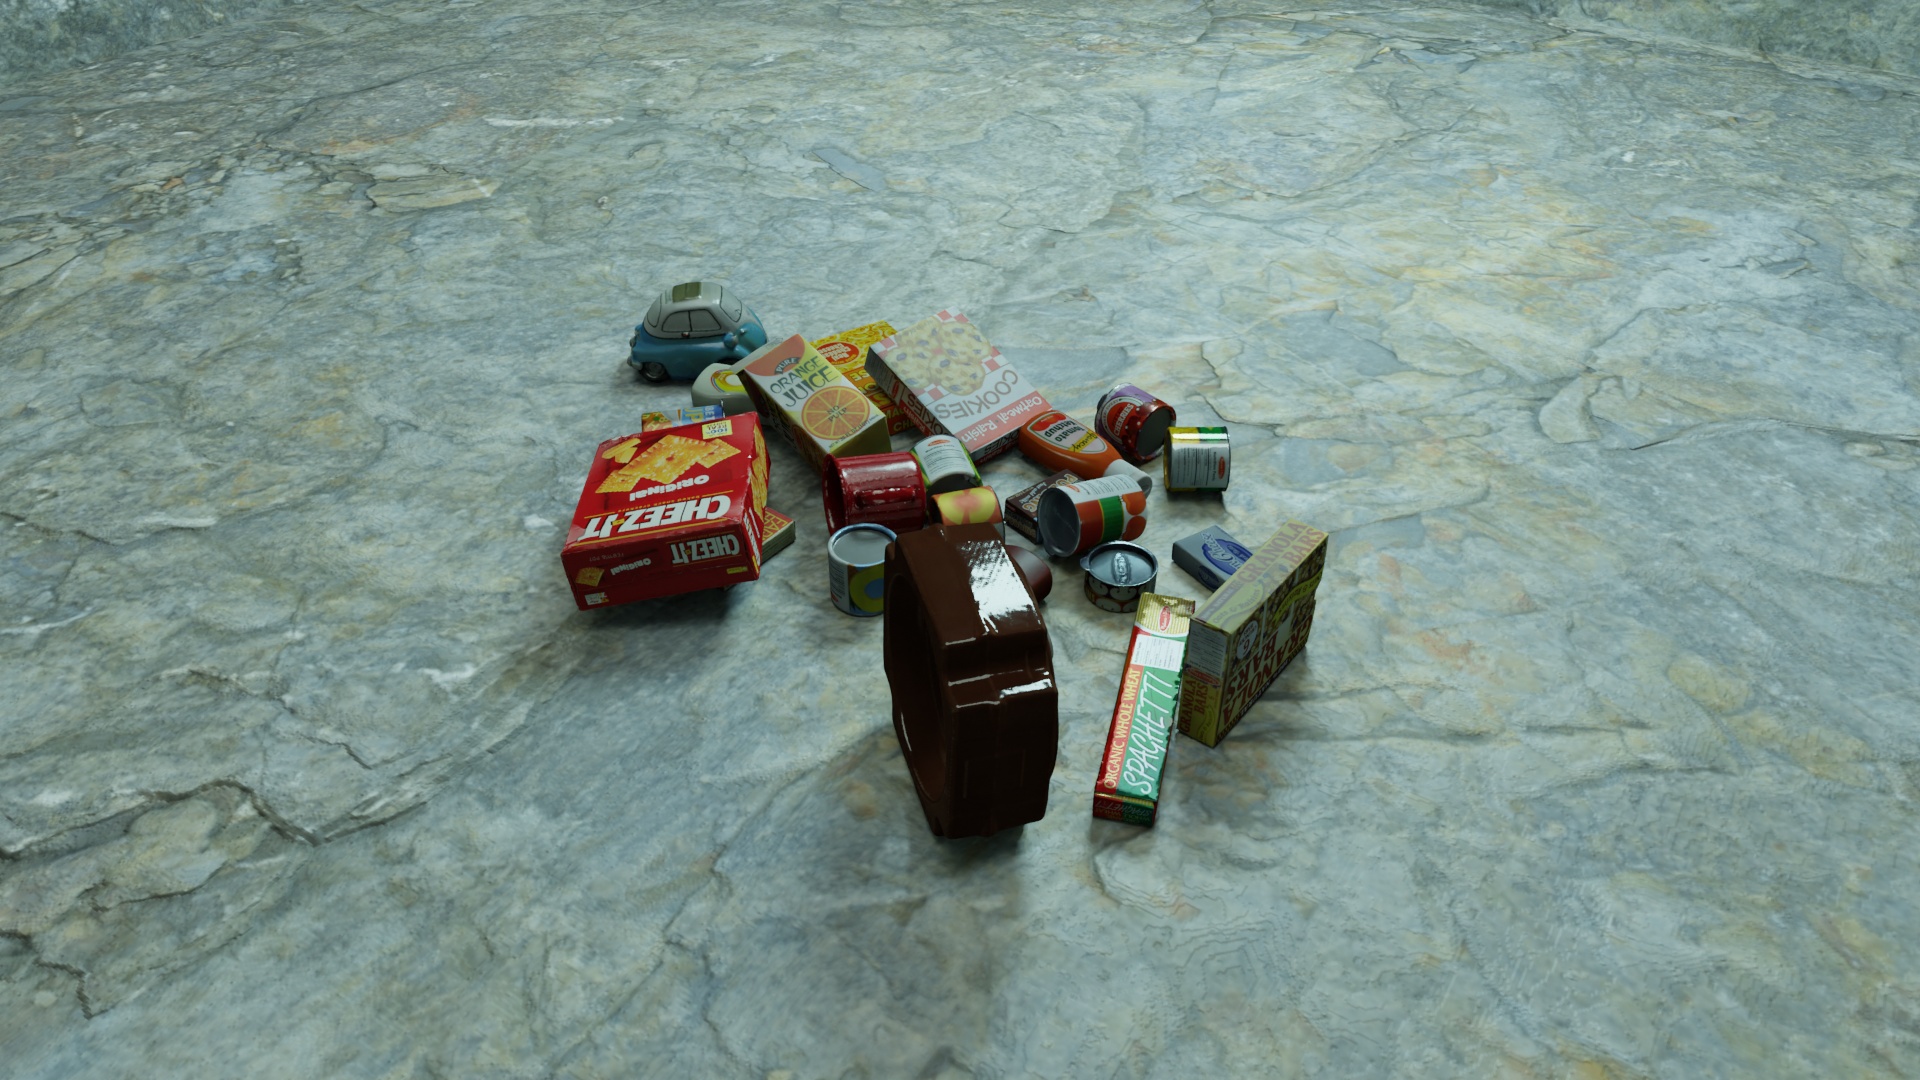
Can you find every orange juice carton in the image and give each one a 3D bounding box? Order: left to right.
[{"bbox_3d":[-0.157,-0.142,1.425,0.072,0.072,0.193,-36,61,-18],"label":"orange juice carton"}]

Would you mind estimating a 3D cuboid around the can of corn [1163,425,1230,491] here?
[{"bbox_3d":[0.236,-0.082,1.396,0.058,0.070,0.071,0,37,0],"label":"can of corn"}]

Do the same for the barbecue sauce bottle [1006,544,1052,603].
[{"bbox_3d":[0.013,0.058,1.228,0.065,0.043,0.149,29,46,33],"label":"barbecue sauce bottle"}]

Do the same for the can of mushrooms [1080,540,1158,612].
[{"bbox_3d":[0.144,0.033,1.270,0.071,0.033,0.071,0,38,0],"label":"can of mushrooms"}]

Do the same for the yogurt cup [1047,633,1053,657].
[{"bbox_3d":[0.039,0.086,1.177,0.054,0.072,0.072,-28,45,-20],"label":"yogurt cup"}]

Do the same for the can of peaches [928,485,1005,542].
[{"bbox_3d":[0.005,-0.016,1.307,0.058,0.071,0.071,-11,39,-13],"label":"can of peaches"}]

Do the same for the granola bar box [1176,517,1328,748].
[{"bbox_3d":[0.241,0.074,1.140,0.039,0.123,0.166,26,44,30],"label":"granola bar box"}]

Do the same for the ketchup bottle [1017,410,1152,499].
[{"bbox_3d":[0.129,-0.082,1.412,0.065,0.043,0.149,-28,46,-32],"label":"ketchup bottle"}]

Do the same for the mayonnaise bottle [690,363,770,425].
[{"bbox_3d":[-0.214,-0.154,1.508,0.148,0.041,0.065,12,43,15],"label":"mayonnaise bottle"}]

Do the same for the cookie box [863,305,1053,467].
[{"bbox_3d":[-0.002,-0.161,1.472,0.123,0.040,0.168,-31,69,-32],"label":"cookie box"}]

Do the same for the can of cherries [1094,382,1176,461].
[{"bbox_3d":[0.181,-0.123,1.445,0.072,0.071,0.058,-28,46,-32],"label":"can of cherries"}]

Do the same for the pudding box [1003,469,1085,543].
[{"bbox_3d":[0.089,-0.034,1.360,0.084,0.030,0.050,-26,45,-30],"label":"pudding box"}]

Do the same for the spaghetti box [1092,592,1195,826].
[{"bbox_3d":[0.153,0.132,1.143,0.050,0.028,0.251,9,38,11],"label":"spaghetti box"}]

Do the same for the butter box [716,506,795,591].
[{"bbox_3d":[-0.208,0.005,1.314,0.053,0.024,0.104,24,44,28],"label":"butter box"}]

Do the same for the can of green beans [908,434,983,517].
[{"bbox_3d":[-0.016,-0.061,1.362,0.071,0.070,0.058,-11,45,-14],"label":"can of green beans"}]

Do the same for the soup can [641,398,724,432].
[{"bbox_3d":[-0.280,-0.105,1.420,0.084,0.071,0.072,-7,38,-9],"label":"soup can"}]

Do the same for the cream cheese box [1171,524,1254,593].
[{"bbox_3d":[0.249,0.026,1.285,0.053,0.024,0.104,-22,43,-26],"label":"cream cheese box"}]

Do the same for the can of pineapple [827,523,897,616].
[{"bbox_3d":[-0.085,0.025,1.259,0.071,0.057,0.071,0,37,0],"label":"can of pineapple"}]

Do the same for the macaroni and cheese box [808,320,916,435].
[{"bbox_3d":[-0.096,-0.180,1.543,0.124,0.040,0.167,-22,43,-26],"label":"macaroni and cheese box"}]

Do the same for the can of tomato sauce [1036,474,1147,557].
[{"bbox_3d":[0.124,-0.022,1.308,0.083,0.070,0.071,-12,38,-32],"label":"can of tomato sauce"}]
